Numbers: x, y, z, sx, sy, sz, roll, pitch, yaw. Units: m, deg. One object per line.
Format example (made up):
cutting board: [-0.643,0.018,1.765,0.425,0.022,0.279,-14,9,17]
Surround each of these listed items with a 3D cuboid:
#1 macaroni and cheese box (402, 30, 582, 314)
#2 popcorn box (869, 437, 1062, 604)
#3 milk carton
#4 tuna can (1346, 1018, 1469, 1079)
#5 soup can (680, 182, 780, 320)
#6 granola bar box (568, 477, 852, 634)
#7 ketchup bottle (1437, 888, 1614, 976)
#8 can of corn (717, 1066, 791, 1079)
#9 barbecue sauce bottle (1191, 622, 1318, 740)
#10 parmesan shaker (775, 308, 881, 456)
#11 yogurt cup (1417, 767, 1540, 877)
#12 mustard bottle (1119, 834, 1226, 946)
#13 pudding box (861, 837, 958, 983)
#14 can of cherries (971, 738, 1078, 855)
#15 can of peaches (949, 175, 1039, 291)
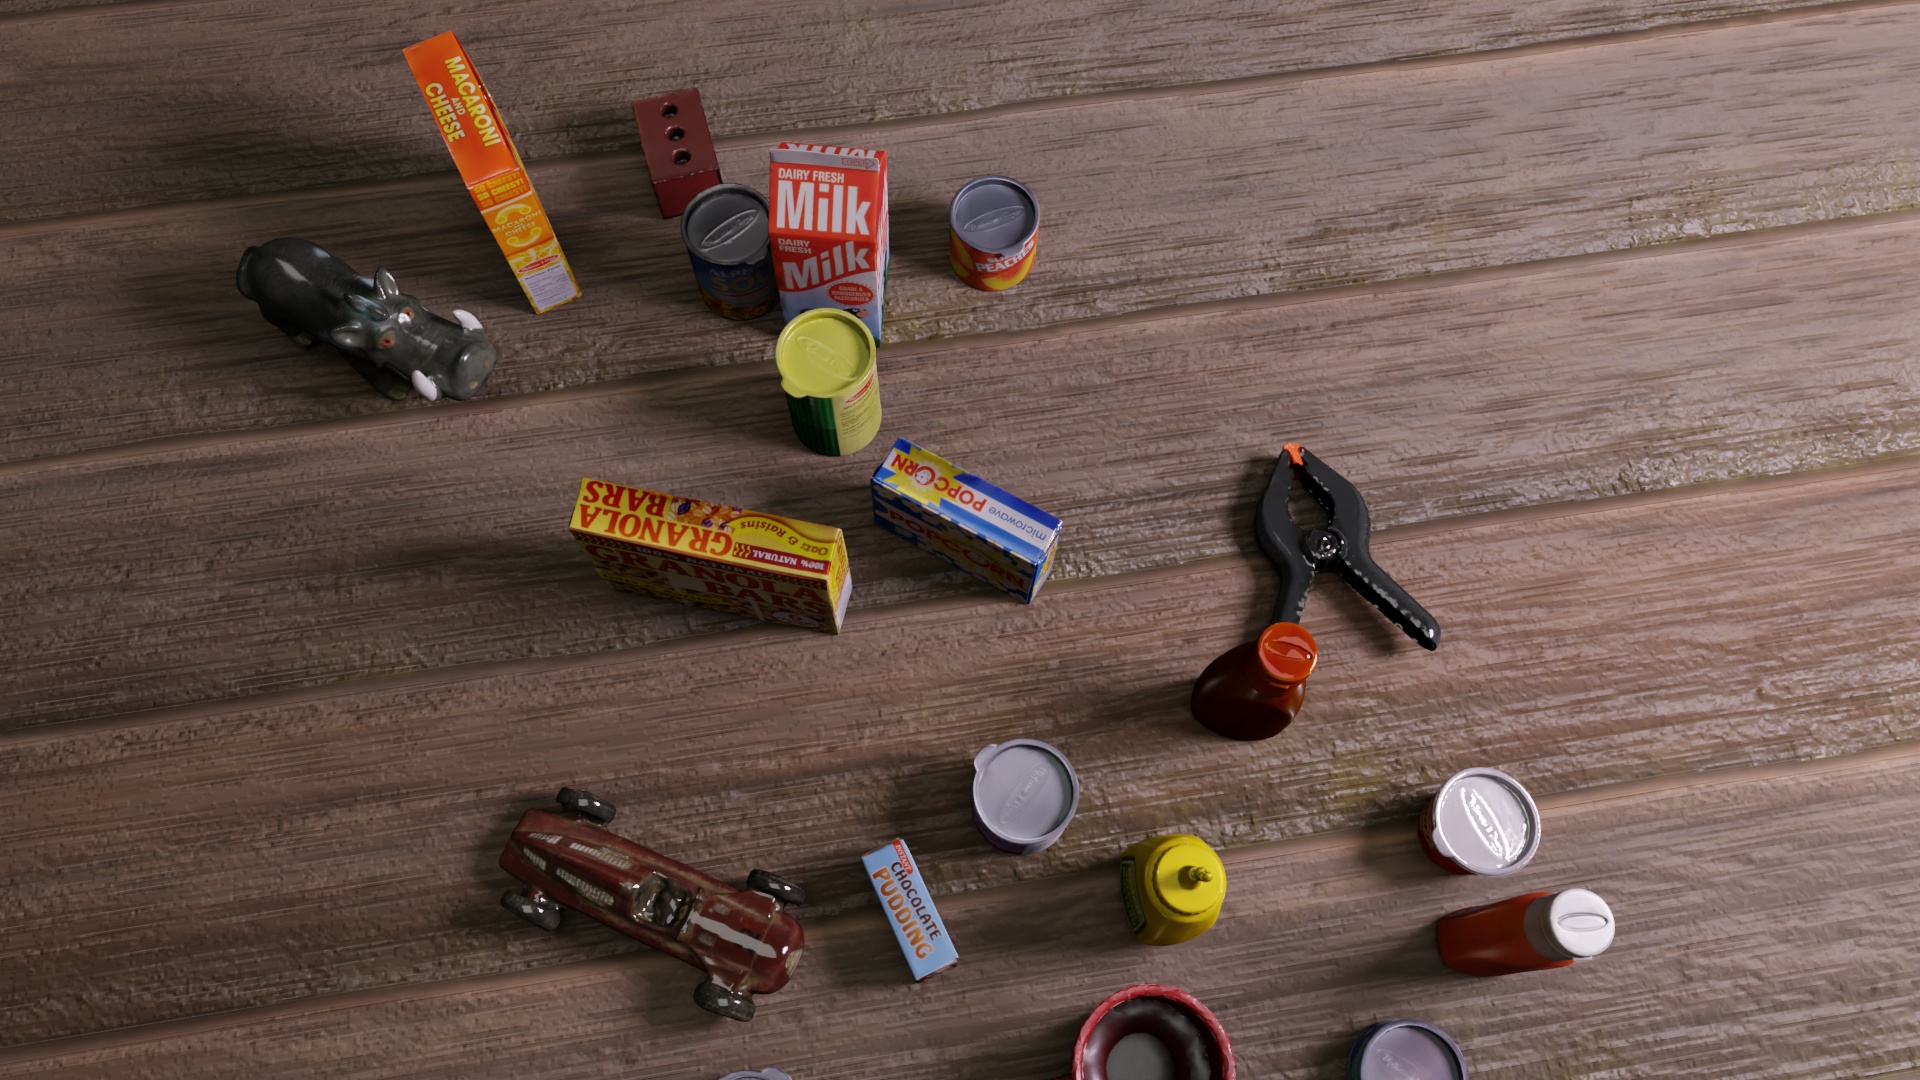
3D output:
macaroni and cheese box: [-0.326,-0.255,0.979,0.040,0.166,0.124,-26,73,-10]
popcorn box: [0.003,-0.012,0.940,0.127,0.085,0.038,28,72,9]
milk carton: [-0.088,-0.210,0.955,0.072,0.190,0.073,4,70,0]
tuna can: [0.271,0.329,0.848,0.071,0.032,0.071,0,70,-1]
soup can: [-0.162,-0.206,1.008,0.071,0.083,0.071,0,70,-1]
granola bar box: [-0.158,0.014,0.906,0.166,0.123,0.039,11,70,3]
ketchup bottle: [0.337,0.233,0.824,0.065,0.148,0.043,-2,70,-2]
can of corn: [-0.122,0.345,0.819,0.071,0.058,0.071,0,70,-1]
barbecue sauce bottle: [0.188,0.089,0.873,0.065,0.148,0.044,15,71,4]
parmesan shaker: [-0.092,-0.105,0.963,0.071,0.102,0.071,0,70,-1]
yogurt cup: [0.329,0.184,0.892,0.072,0.053,0.072,0,70,-1]
mustard bottle: [0.127,0.204,0.823,0.049,0.159,0.065,-8,71,-4]
pudding box: [-0.031,0.232,0.868,0.030,0.049,0.084,-24,72,-9]
can of cherries: [0.038,0.163,0.890,0.071,0.058,0.072,0,70,-1]
can of peaches: [0.025,-0.226,1.034,0.071,0.058,0.071,0,70,-1]
